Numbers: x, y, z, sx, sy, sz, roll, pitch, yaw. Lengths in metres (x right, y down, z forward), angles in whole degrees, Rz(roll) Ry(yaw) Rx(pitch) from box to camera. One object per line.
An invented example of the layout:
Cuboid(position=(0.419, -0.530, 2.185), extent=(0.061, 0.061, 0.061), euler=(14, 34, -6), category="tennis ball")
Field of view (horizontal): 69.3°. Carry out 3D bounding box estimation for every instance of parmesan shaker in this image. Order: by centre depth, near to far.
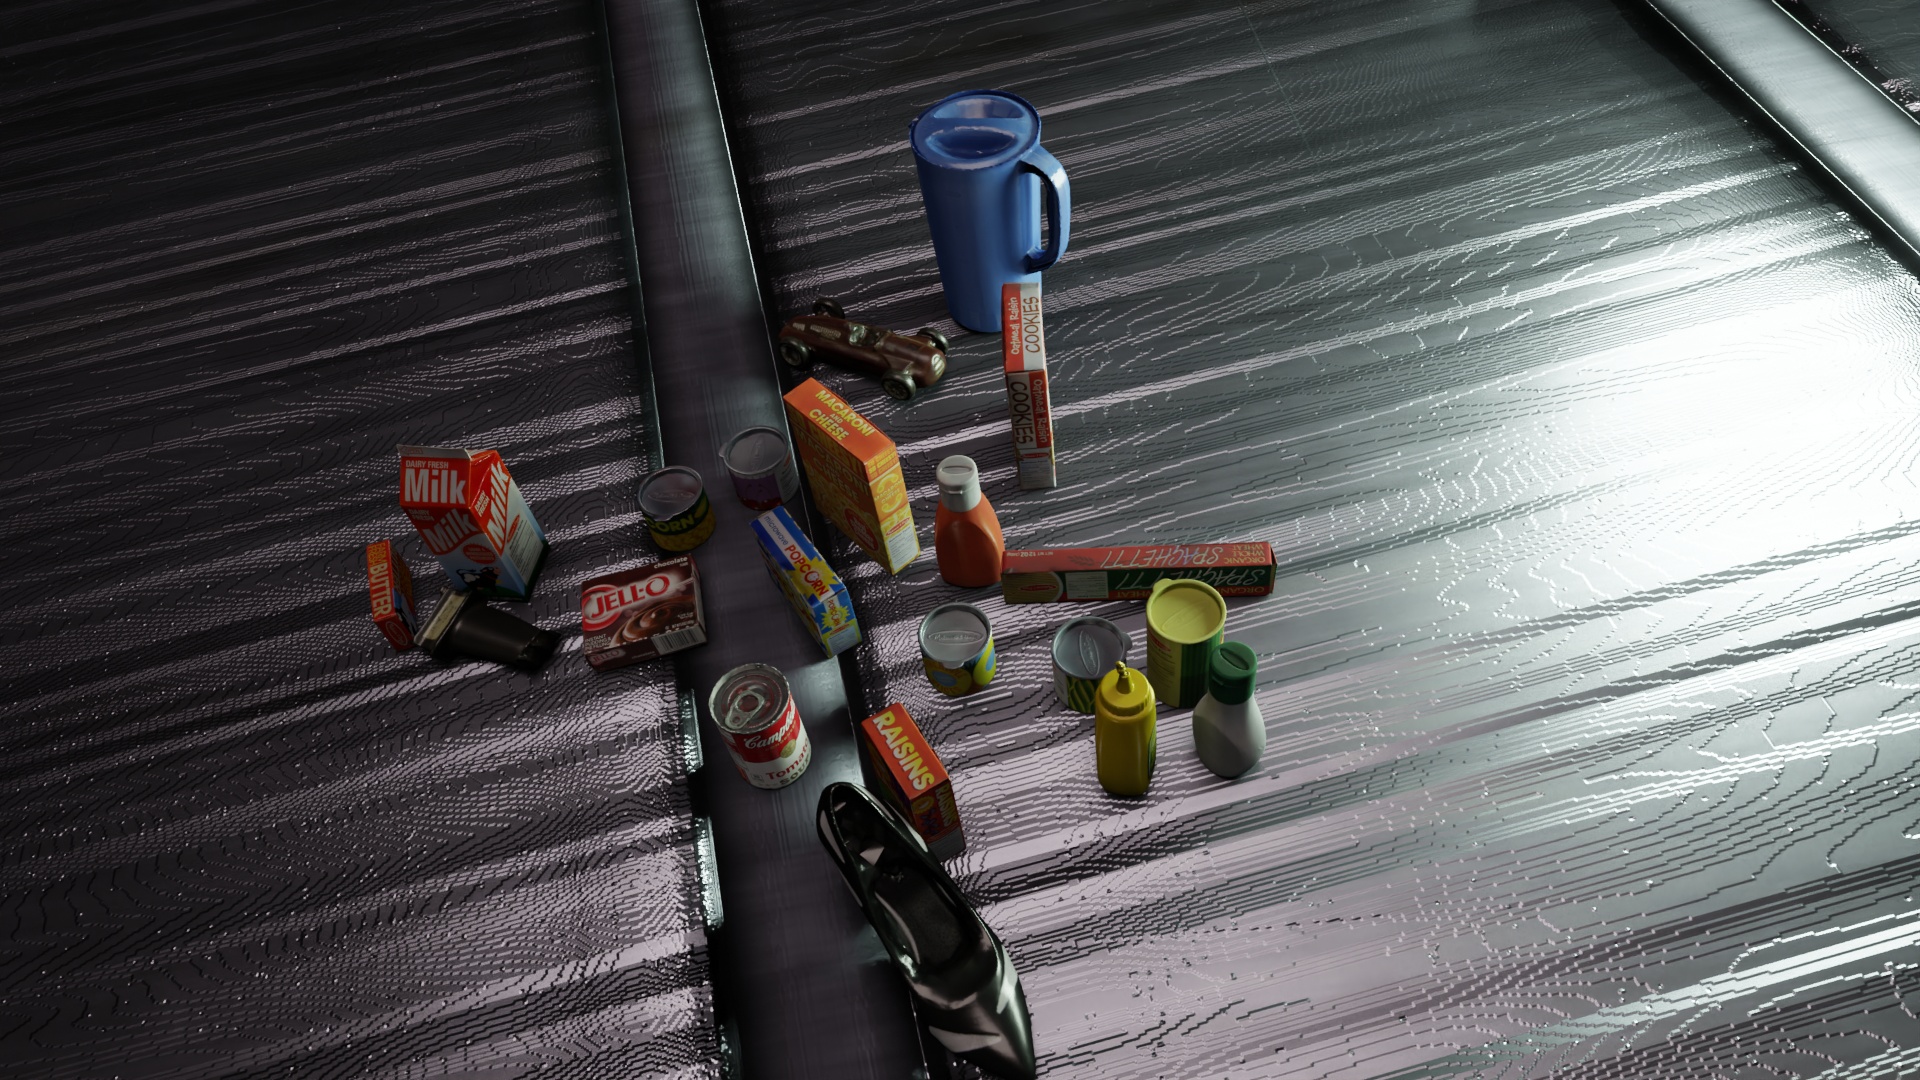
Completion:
Cuboid(position=(0.192, 0.088, 1.198), extent=(0.071, 0.102, 0.072), euler=(-4, 51, 5), category="parmesan shaker")

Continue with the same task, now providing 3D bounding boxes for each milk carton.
Cuboid(position=(-0.466, -0.026, 1.323), extent=(0.072, 0.189, 0.074), euler=(3, 52, 10), category="milk carton")

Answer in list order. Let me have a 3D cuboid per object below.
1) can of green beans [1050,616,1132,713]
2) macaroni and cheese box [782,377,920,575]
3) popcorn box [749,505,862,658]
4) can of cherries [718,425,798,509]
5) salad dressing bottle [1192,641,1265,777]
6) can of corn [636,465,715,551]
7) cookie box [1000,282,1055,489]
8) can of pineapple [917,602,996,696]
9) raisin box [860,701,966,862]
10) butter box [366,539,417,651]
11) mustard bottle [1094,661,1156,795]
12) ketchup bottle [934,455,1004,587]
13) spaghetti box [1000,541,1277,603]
Cuboid(position=(0.114, 0.110, 1.220), extent=(0.071, 0.057, 0.071), euler=(-4, 51, 5), category="can of green beans")
Cuboid(position=(-0.101, -0.060, 1.316), extent=(0.040, 0.165, 0.124), euler=(-38, 56, -20), category="macaroni and cheese box")
Cuboid(position=(-0.144, 0.038, 1.296), extent=(0.038, 0.084, 0.127), euler=(-30, 54, -15), category="popcorn box")
Cuboid(position=(-0.204, -0.074, 1.411), extent=(0.071, 0.058, 0.072), euler=(-4, 51, 5), category="can of cherries")
Cuboid(position=(0.219, 0.137, 1.126), extent=(0.044, 0.147, 0.064), euler=(-39, 56, -21), category="salad dressing bottle")
Cuboid(position=(-0.284, -0.029, 1.386), extent=(0.071, 0.058, 0.071), euler=(-4, 51, 5), category="can of corn")
Cuboid(position=(0.066, -0.151, 1.365), extent=(0.040, 0.166, 0.123), euler=(-5, 51, 4), category="cookie box")
Cuboid(position=(-0.003, 0.099, 1.245), extent=(0.071, 0.057, 0.071), euler=(-4, 51, 5), category="can of pineapple")
Cuboid(position=(-0.037, 0.199, 1.127), extent=(0.040, 0.122, 0.086), euler=(-27, 53, -13), category="raisin box")
Cuboid(position=(-0.557, 0.053, 1.361), extent=(0.024, 0.052, 0.104), euler=(-19, 52, -7), category="butter box")
Cuboid(position=(0.134, 0.146, 1.123), extent=(0.049, 0.159, 0.065), euler=(5, 53, 12), category="mustard bottle")
Cuboid(position=(0.005, -0.016, 1.278), extent=(0.065, 0.148, 0.044), euler=(0, 52, 8), category="ketchup bottle")
Cuboid(position=(0.163, 0.030, 1.282), extent=(0.250, 0.050, 0.029), euler=(-2, 51, 6), category="spaghetti box")
